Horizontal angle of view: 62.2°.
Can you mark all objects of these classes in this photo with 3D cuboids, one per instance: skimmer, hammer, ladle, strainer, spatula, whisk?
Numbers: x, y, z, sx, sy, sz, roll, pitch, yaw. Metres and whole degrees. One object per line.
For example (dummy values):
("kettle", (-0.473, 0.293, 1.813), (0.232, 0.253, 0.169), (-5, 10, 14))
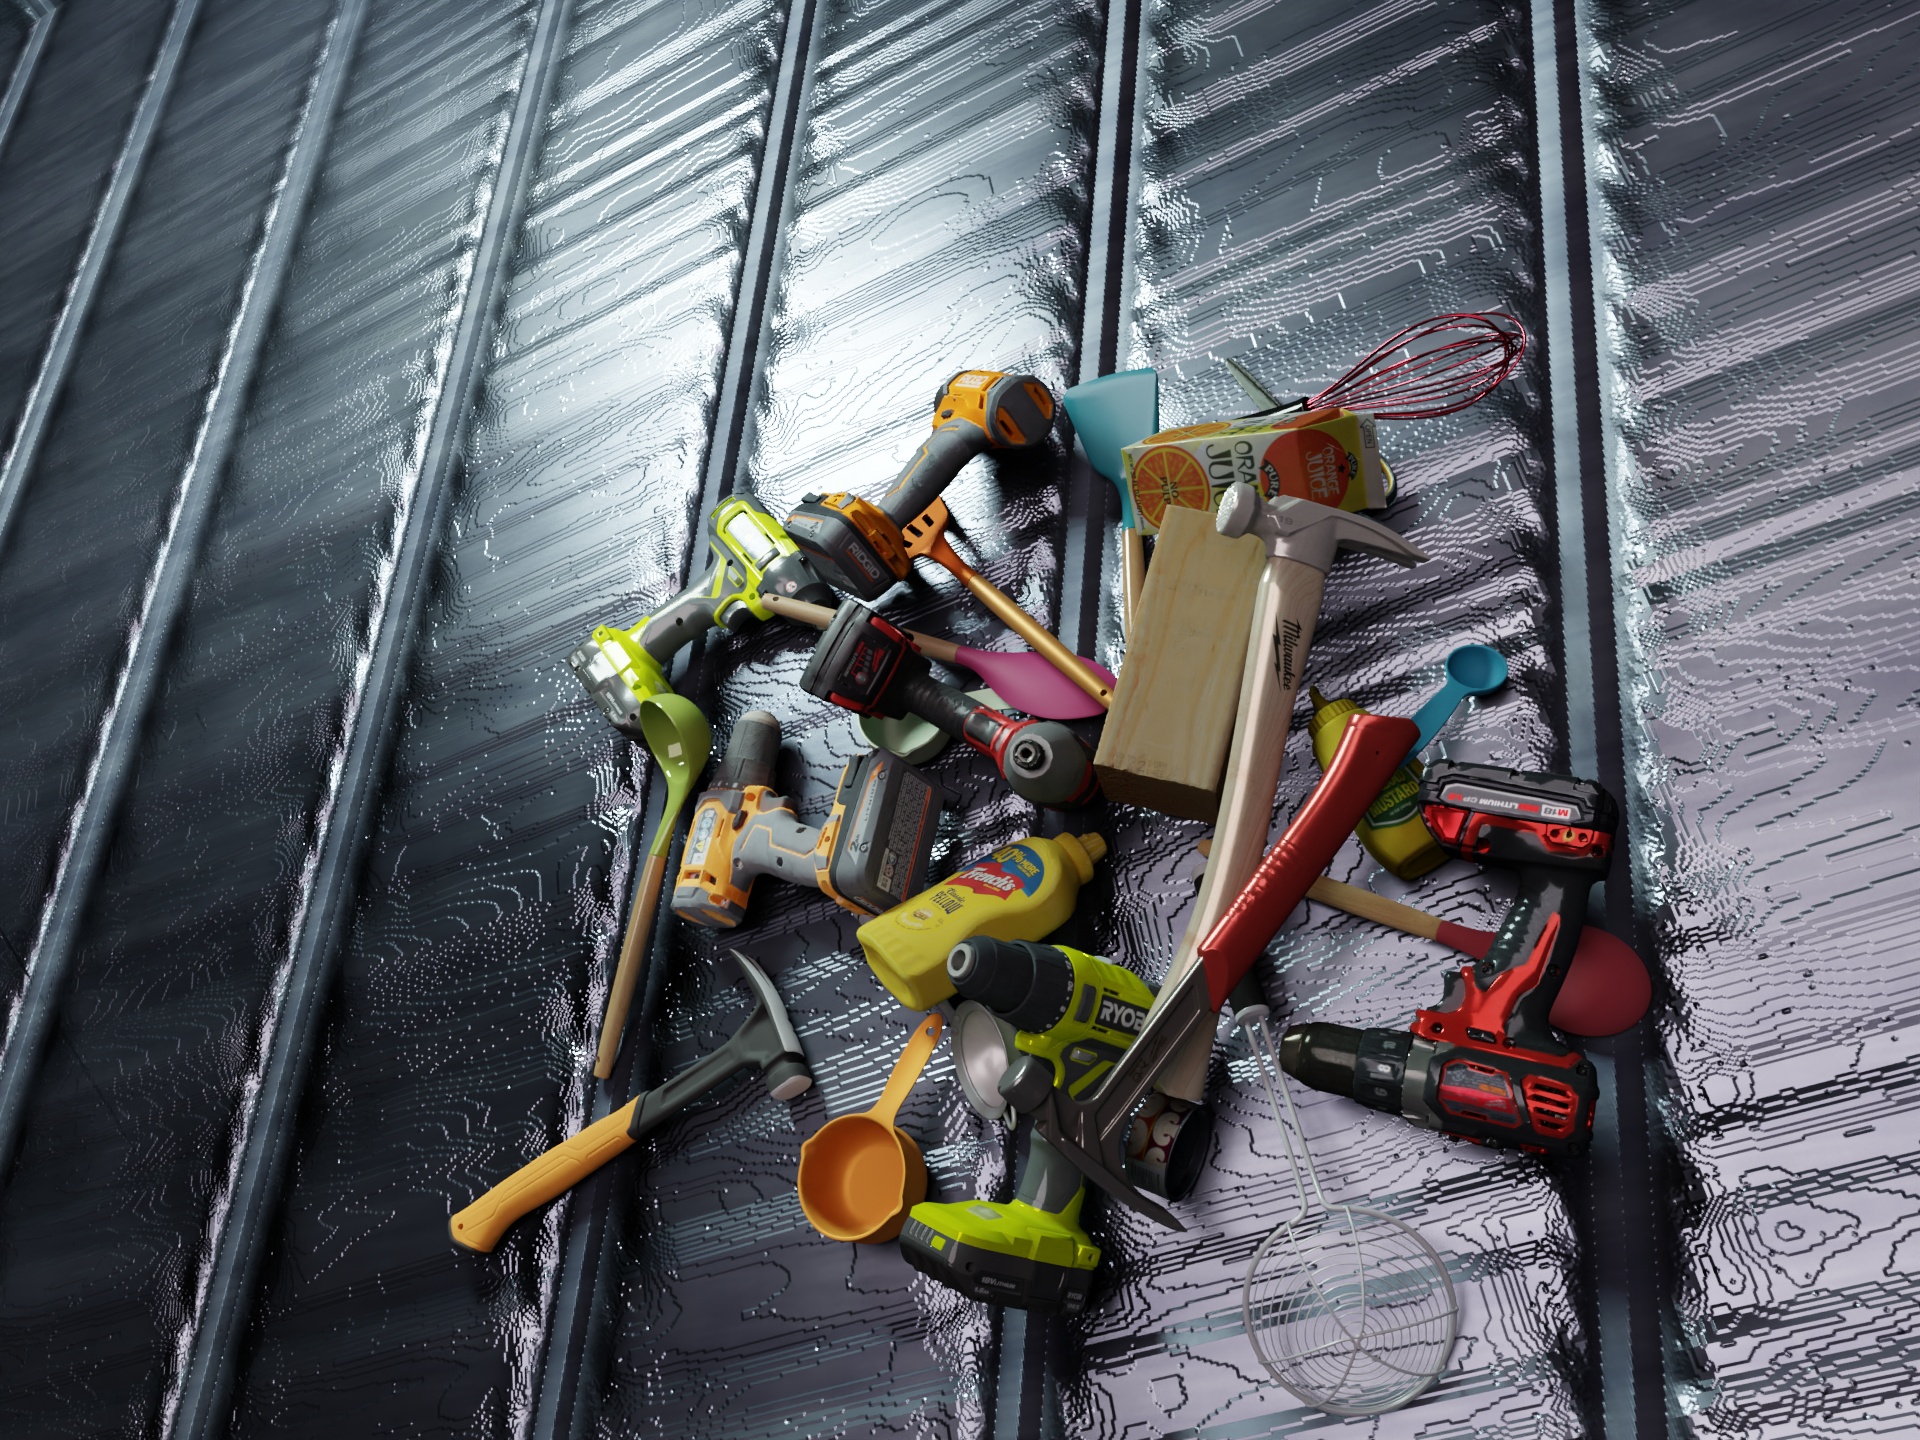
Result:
("skimmer", (0.214, 0.260, 1.048), (0.127, 0.090, 0.364), (-20, 49, 9))
("hammer", (-0.276, 0.321, 1.272), (0.337, 0.034, 0.127), (-35, 57, 9))
("ladle", (-0.268, 0.135, 1.312), (0.078, 0.062, 0.320), (8, 83, 54))
("strainer", (-0.015, 0.206, 1.187), (0.259, 0.050, 0.086), (44, 134, 40))
("spatula", (0.132, -0.131, 1.264), (0.082, 0.044, 0.318), (-11, 64, 21))
("spatula", (0.030, -0.096, 1.292), (0.081, 0.041, 0.323), (-45, 53, -1))
("ladle", (0.298, 0.132, 1.068), (0.316, 0.031, 0.069), (18, 76, 34))
("hammer", (0.202, 0.052, 1.069), (0.146, 0.038, 0.411), (16, 82, -6))
("whisk", (0.281, -0.240, 1.202), (0.296, 0.073, 0.073), (-15, 61, 37))
("hammer", (0.187, 0.144, 1.020), (0.149, 0.037, 0.359), (41, 79, -9))

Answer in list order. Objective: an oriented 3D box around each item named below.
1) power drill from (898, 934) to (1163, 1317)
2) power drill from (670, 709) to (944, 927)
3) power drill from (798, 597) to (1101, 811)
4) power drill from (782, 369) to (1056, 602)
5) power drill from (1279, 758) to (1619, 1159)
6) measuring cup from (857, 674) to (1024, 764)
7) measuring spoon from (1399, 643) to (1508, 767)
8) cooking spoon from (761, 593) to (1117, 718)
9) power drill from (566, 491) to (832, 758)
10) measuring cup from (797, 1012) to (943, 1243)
("power drill", (0.044, 0.259, 1.045), (0.080, 0.190, 0.228), (6, 75, 52))
("power drill", (-0.124, 0.072, 1.272), (0.226, 0.084, 0.185), (-6, 60, 38))
("power drill", (-0.002, -0.004, 1.184), (0.220, 0.143, 0.078), (29, 91, 18))
("power drill", (-0.039, -0.210, 1.344), (0.226, 0.084, 0.164), (-44, 27, -8))
("power drill", (0.306, 0.143, 0.986), (0.188, 0.080, 0.227), (8, 80, 25))
("measuring cup", (0.002, -0.005, 1.284), (0.167, 0.038, 0.083), (-7, 61, 8))
("measuring spoon", (0.330, -0.004, 1.095), (0.042, 0.021, 0.128), (34, 65, 30))
("cooking spoon", (-0.025, -0.060, 1.291), (0.319, 0.017, 0.069), (16, 55, 21))
("power drill", (-0.224, -0.079, 1.406), (0.223, 0.080, 0.171), (-42, 55, 0))
("measuring cup", (-0.047, 0.296, 1.155), (0.095, 0.052, 0.174), (22, 77, 33))
